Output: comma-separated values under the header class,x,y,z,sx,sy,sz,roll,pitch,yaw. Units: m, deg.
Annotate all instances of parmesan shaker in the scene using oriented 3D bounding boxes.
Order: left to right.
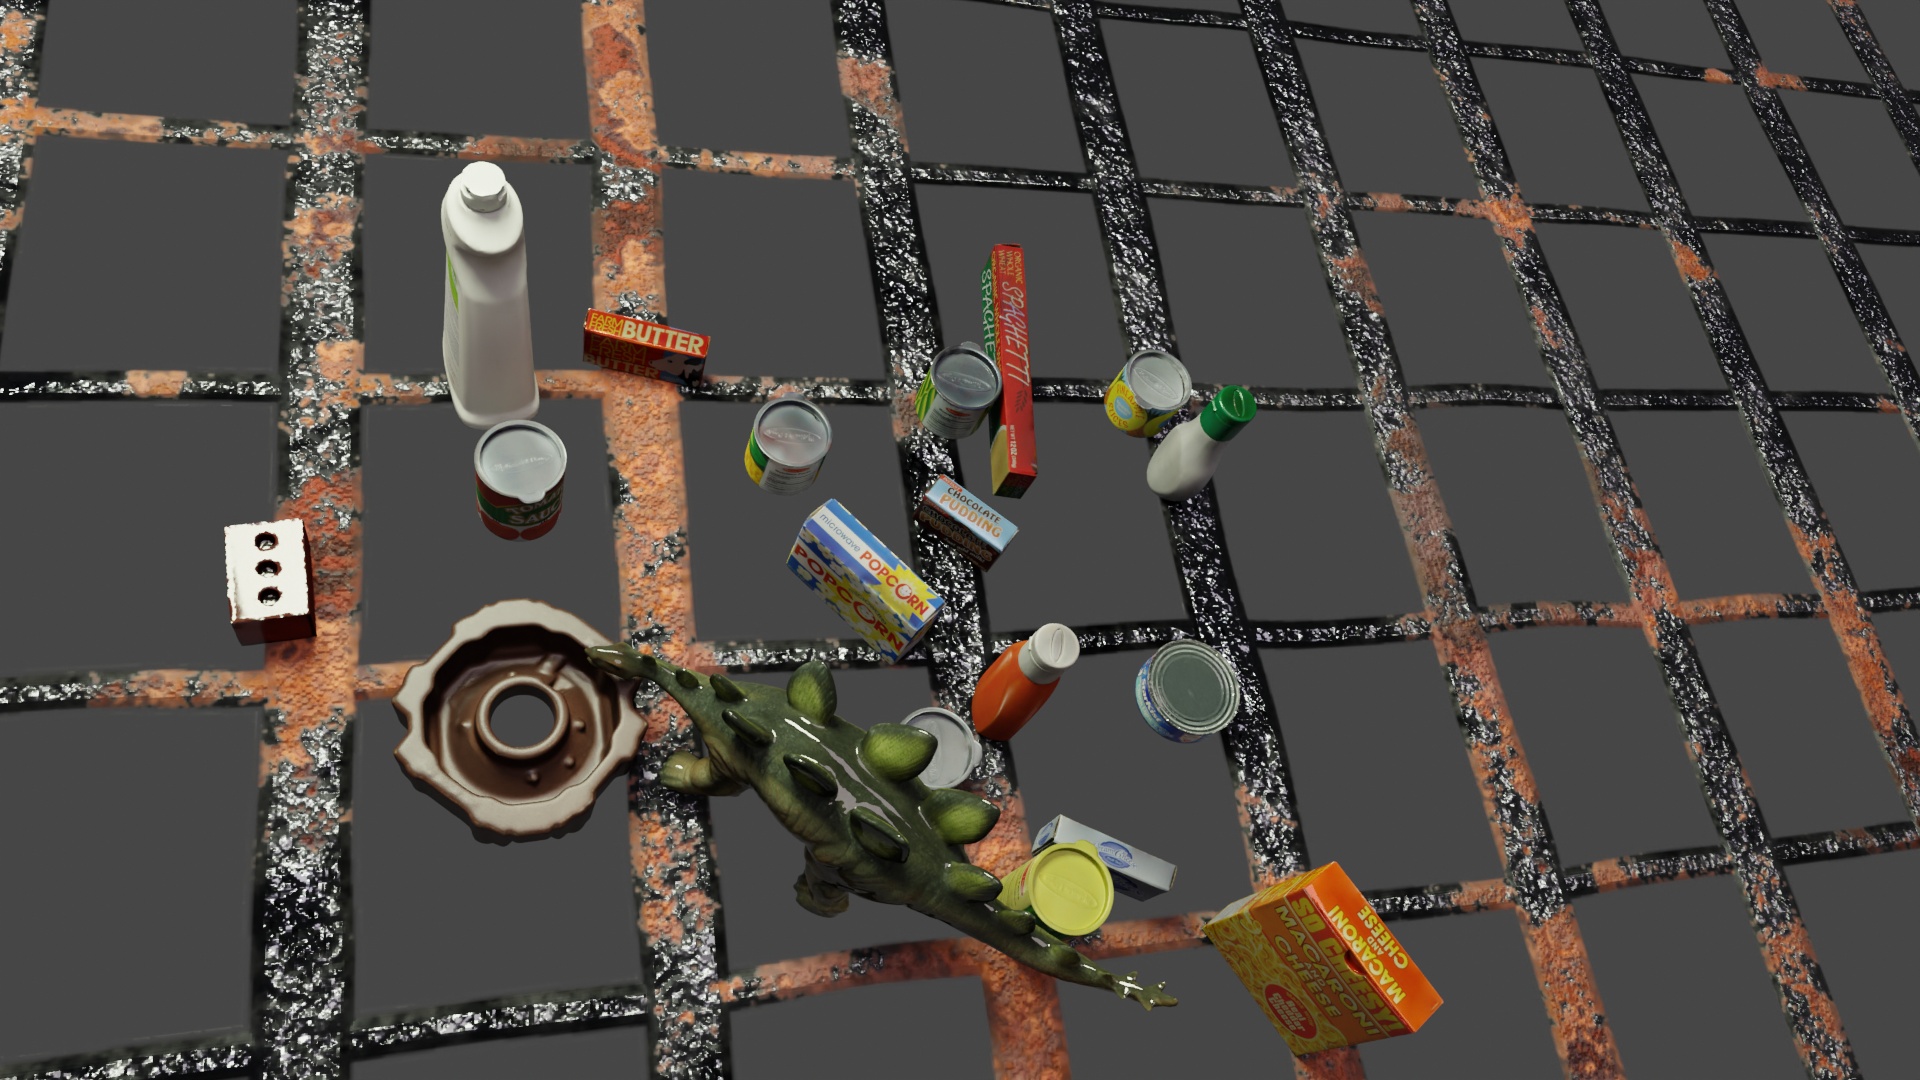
class,x,y,z,sx,sy,sz,roll,pitch,yaw
parmesan shaker,0.067,0.270,1.048,0.071,0.102,0.071,7,63,-15

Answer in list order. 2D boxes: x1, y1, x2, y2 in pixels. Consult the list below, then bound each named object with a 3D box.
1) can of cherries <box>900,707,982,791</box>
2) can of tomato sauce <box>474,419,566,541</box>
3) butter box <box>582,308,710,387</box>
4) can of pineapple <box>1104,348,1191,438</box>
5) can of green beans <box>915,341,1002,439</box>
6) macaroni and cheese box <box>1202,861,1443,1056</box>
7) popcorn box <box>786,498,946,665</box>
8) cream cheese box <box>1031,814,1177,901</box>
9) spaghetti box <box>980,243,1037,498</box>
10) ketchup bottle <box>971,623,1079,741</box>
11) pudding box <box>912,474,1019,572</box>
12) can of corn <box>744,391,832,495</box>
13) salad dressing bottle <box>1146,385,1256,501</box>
class,x,y,z,sx,sy,sz,roll,pitch,yaw
can of cherries,-0.025,0.172,1.091,0.071,0.058,0.072,7,63,-15
can of tomato sauce,-0.341,-0.043,1.078,0.071,0.082,0.071,7,63,-15
butter box,-0.267,-0.162,1.178,0.103,0.053,0.024,12,62,-12
can of pineapple,0.174,-0.137,1.308,0.071,0.057,0.071,7,63,-15
can of green beans,-0.002,-0.132,1.247,0.071,0.057,0.071,7,63,-15
macaroni and cheese box,0.268,0.321,1.053,0.040,0.165,0.124,-31,78,-28
popcorn box,-0.079,0.034,1.125,0.127,0.085,0.038,43,60,5
cream cheese box,0.113,0.253,1.100,0.104,0.053,0.024,25,60,-6
spaghetti box,0.044,-0.160,1.280,0.029,0.050,0.251,5,64,-16
ketchup bottle,0.050,0.108,1.095,0.043,0.148,0.065,16,62,-11
pudding box,0.004,-0.015,1.197,0.084,0.049,0.030,37,60,1
can of corn,-0.146,-0.081,1.175,0.071,0.058,0.071,7,63,-15
salad dressing bottle,0.216,-0.087,1.245,0.044,0.147,0.064,6,64,-16
